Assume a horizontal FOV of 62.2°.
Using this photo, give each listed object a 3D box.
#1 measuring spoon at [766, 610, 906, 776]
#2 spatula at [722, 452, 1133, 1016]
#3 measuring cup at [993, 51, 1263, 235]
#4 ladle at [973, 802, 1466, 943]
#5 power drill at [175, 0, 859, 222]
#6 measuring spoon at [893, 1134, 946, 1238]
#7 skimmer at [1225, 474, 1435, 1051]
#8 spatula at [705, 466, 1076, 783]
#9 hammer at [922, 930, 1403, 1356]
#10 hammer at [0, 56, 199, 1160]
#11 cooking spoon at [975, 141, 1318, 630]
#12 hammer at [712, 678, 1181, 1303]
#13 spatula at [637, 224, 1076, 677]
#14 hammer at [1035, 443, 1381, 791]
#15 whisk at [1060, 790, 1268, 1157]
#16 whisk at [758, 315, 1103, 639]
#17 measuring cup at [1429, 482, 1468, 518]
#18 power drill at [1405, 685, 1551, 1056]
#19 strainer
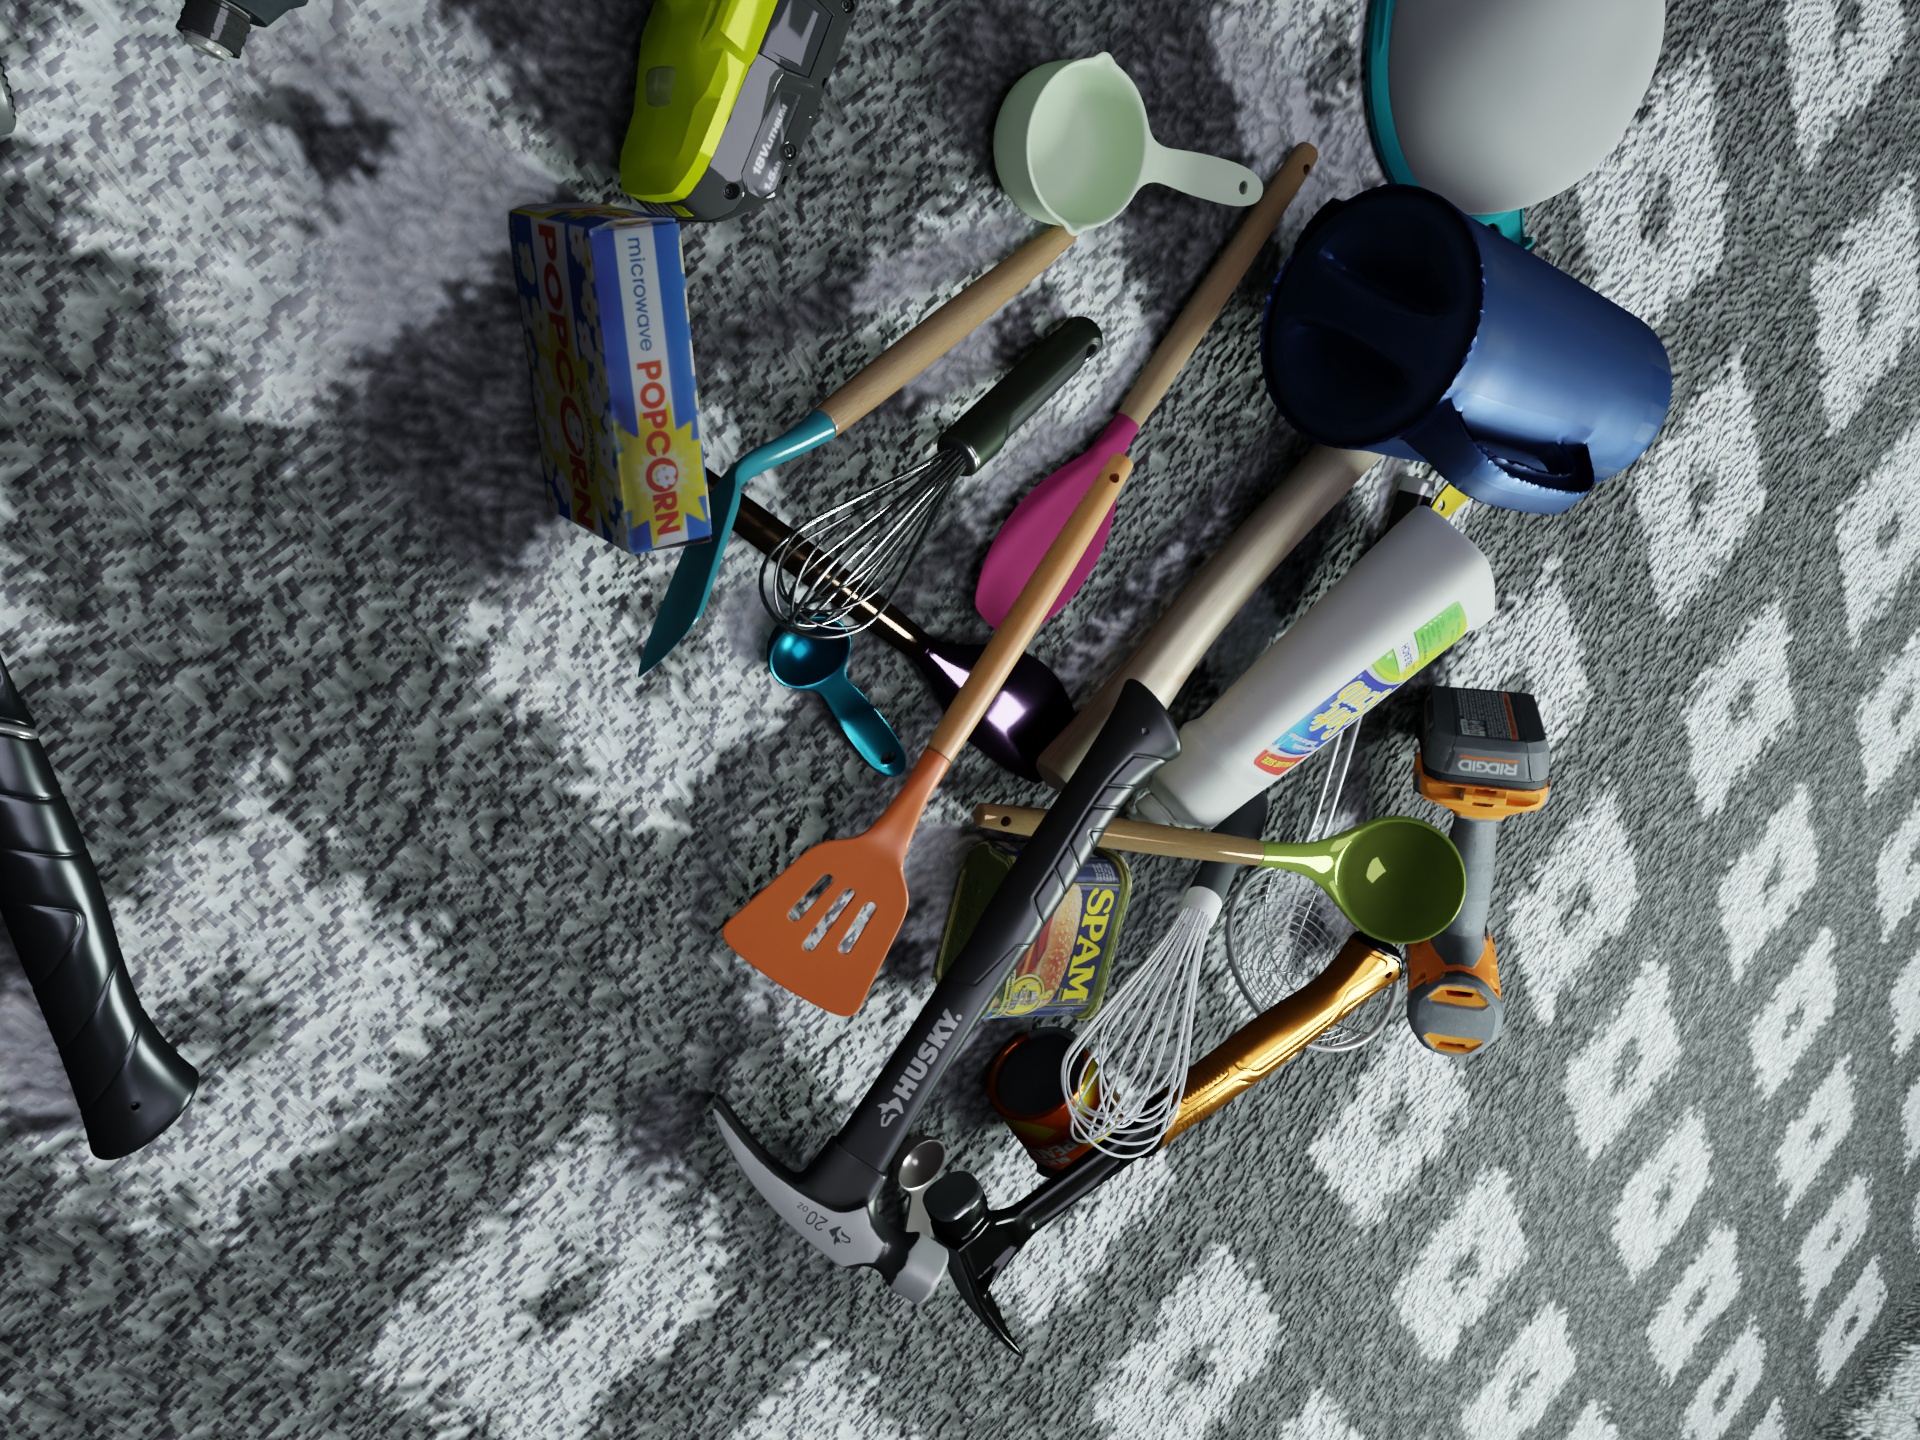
[{"bbox_3d":[-0.060,-0.013,0.797,0.042,0.021,0.128,-34,137,-1],"label":"measuring spoon"},{"bbox_3d":[-0.001,-0.003,0.809,0.081,0.041,0.323,34,79,-10],"label":"spatula"},{"bbox_3d":[0.085,-0.278,0.791,0.167,0.038,0.083,-3,109,-40],"label":"measuring cup"},{"bbox_3d":[0.155,0.077,0.910,0.320,0.062,0.078,10,100,-26],"label":"ladle"},{"bbox_3d":[-0.157,-0.279,0.573,0.223,0.080,0.171,20,94,-38],"label":"power drill"},{"bbox_3d":[-0.030,0.294,0.946,0.034,0.018,0.124,-15,123,-34],"label":"measuring spoon"},{"bbox_3d":[0.258,0.026,1.014,0.127,0.090,0.363,11,100,-16],"label":"skimmer"},{"bbox_3d":[-0.035,-0.051,0.797,0.315,0.018,0.060,35,85,-43],"label":"spatula"},{"bbox_3d":[0.134,0.232,0.938,0.337,0.034,0.127,-31,124,-20],"label":"hammer"},{"bbox_3d":[-0.349,-0.014,0.549,0.149,0.036,0.408,-21,120,-30],"label":"hammer"},{"bbox_3d":[0.104,-0.182,0.856,0.068,0.017,0.319,39,82,-41],"label":"cooking spoon"},{"bbox_3d":[0.008,0.123,0.829,0.146,0.035,0.335,34,86,-3],"label":"hammer"},{"bbox_3d":[-0.038,-0.139,0.721,0.044,0.082,0.317,49,62,-8],"label":"spatula"},{"bbox_3d":[0.181,-0.119,0.924,0.411,0.038,0.146,-48,129,-15],"label":"hammer"},{"bbox_3d":[0.128,0.131,0.924,0.285,0.070,0.070,-56,137,-41],"label":"whisk"},{"bbox_3d":[-0.006,-0.121,0.759,0.246,0.059,0.057,-47,167,-28],"label":"whisk"},{"bbox_3d":[0.340,-0.180,1.034,0.156,0.029,0.062,-44,129,-20],"label":"measuring cup"},{"bbox_3d":[0.349,0.095,1.101,0.164,0.084,0.226,-53,146,-66],"label":"power drill"},{"bbox_3d":[0.289,-0.398,0.866,0.340,0.095,0.211,12,100,-42],"label":"strainer"}]
